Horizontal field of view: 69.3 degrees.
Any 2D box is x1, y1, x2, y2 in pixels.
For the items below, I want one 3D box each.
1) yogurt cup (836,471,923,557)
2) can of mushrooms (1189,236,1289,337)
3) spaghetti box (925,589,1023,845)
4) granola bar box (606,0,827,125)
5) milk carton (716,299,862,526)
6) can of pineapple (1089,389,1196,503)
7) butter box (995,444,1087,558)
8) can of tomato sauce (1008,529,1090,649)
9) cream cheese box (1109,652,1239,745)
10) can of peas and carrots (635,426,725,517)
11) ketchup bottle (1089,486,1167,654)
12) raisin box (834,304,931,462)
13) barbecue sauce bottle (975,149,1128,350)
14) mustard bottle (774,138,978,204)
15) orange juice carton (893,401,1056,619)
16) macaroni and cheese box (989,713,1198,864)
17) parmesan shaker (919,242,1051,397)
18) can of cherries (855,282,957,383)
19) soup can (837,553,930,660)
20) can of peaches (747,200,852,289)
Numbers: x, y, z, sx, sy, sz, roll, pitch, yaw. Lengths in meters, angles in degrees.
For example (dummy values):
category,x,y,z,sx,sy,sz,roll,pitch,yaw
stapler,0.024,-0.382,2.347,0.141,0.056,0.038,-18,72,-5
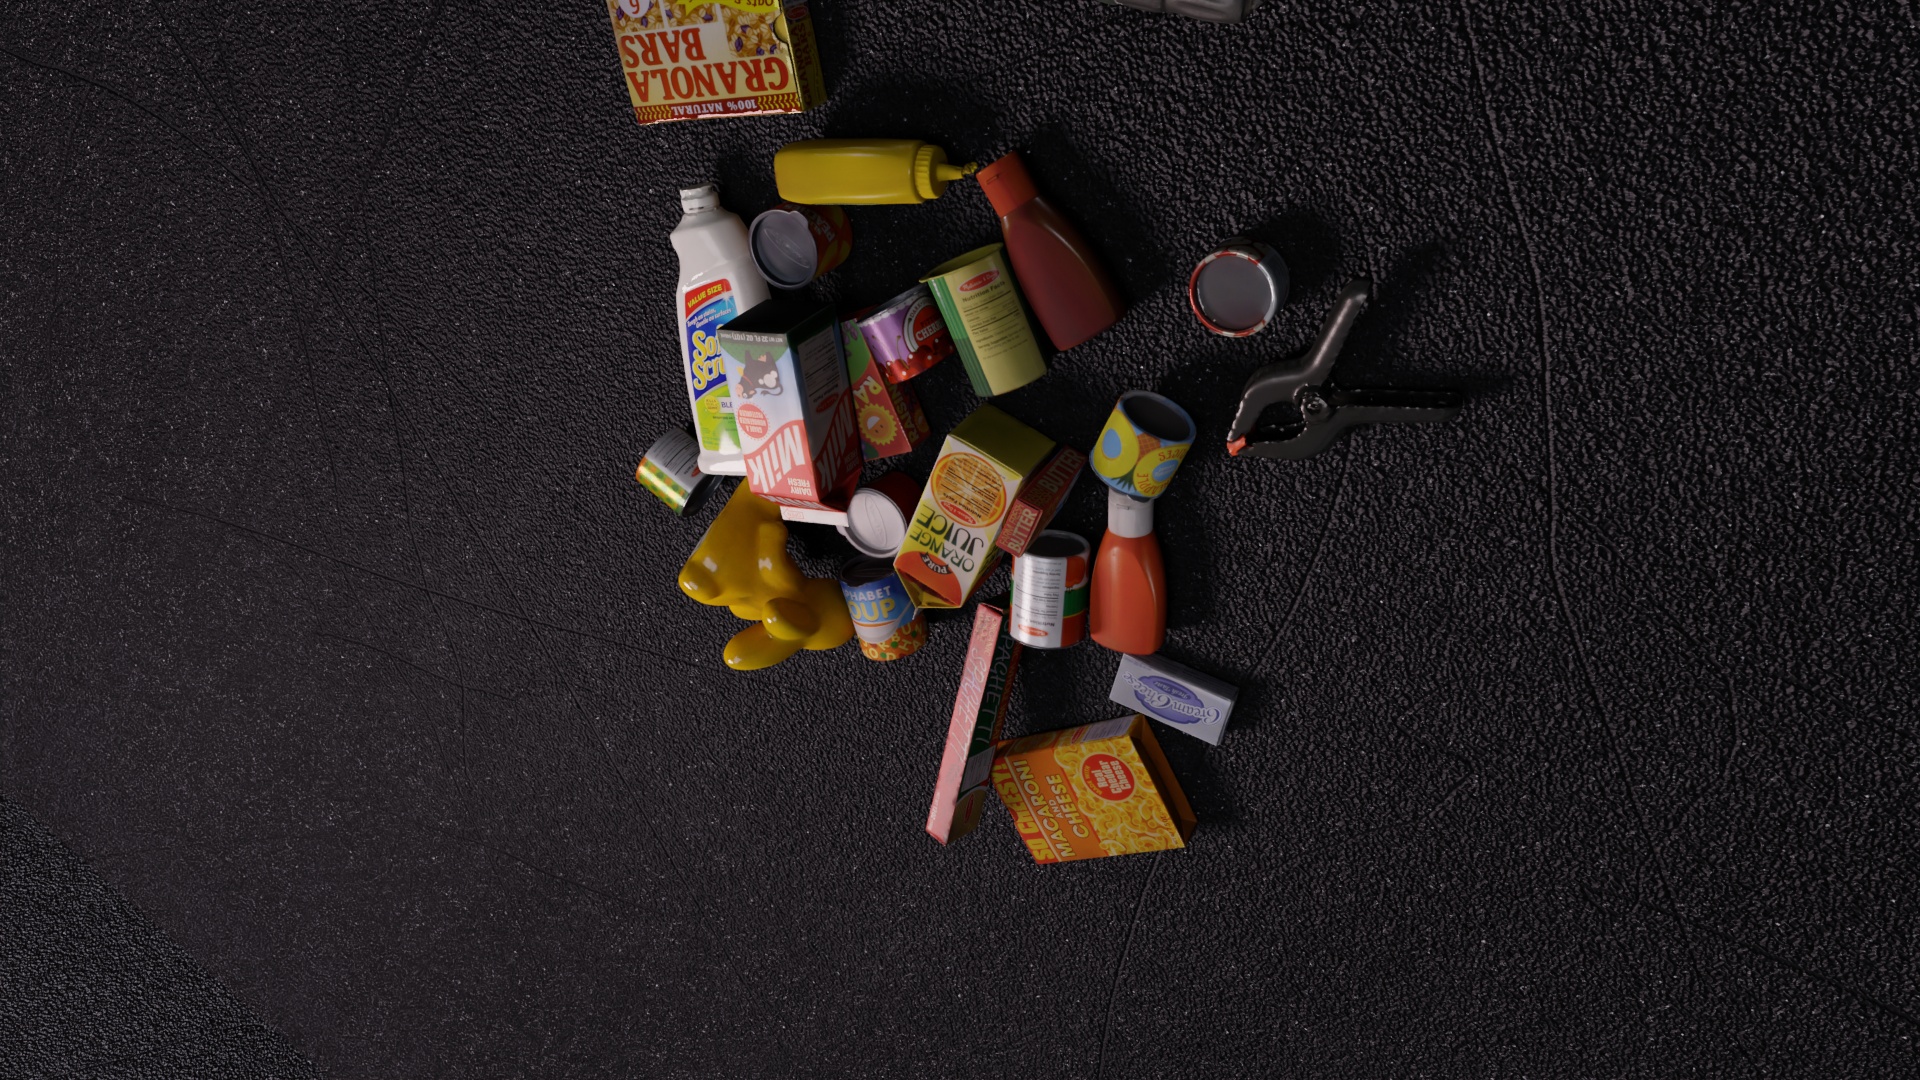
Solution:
category,x,y,z,sx,sy,sz,roll,pitch,yaw
yogurt cup,-0.066,-0.026,1.227,0.072,0.054,0.072,14,124,22
can of mushrooms,0.198,-0.182,0.999,0.071,0.034,0.070,14,124,22
spaghetti box,0.017,0.162,1.262,0.029,0.050,0.248,27,117,31
granola bar box,-0.195,-0.397,1.091,0.165,0.039,0.123,5,120,28
milk carton,-0.137,-0.099,1.161,0.072,0.074,0.189,7,121,28
can of pineapple,0.142,-0.073,1.072,0.071,0.071,0.057,32,128,9
butter box,0.066,-0.032,1.116,0.024,0.104,0.052,31,128,9
can of tomato sauce,0.076,0.040,1.173,0.071,0.071,0.082,12,114,23
cream cheese box,0.184,0.132,1.198,0.104,0.024,0.053,23,127,16
can of peas and carrots,-0.263,-0.063,1.310,0.059,0.071,0.070,38,129,5
ketchup bottle,0.139,0.021,1.145,0.065,0.044,0.148,14,123,26
raisin box,-0.088,-0.131,1.188,0.086,0.040,0.123,-11,110,34
barbecue sauce bottle,0.064,-0.220,1.046,0.064,0.044,0.148,-24,103,37
mustard bottle,-0.062,-0.283,1.068,0.160,0.065,0.048,7,116,22
orange juice carton,0.004,-0.015,1.182,0.073,0.072,0.191,32,128,10
macaroni and cheese box,0.117,0.233,1.285,0.166,0.040,0.123,-17,107,36
parmesan shaker,0.020,-0.170,1.083,0.071,0.072,0.102,-11,112,34
can of cherries,-0.041,-0.167,1.120,0.071,0.072,0.058,-19,107,36
soup can,-0.071,0.060,1.269,0.071,0.072,0.083,-1,117,30
can of peaches,-0.128,-0.246,1.130,0.071,0.058,0.071,14,123,23
